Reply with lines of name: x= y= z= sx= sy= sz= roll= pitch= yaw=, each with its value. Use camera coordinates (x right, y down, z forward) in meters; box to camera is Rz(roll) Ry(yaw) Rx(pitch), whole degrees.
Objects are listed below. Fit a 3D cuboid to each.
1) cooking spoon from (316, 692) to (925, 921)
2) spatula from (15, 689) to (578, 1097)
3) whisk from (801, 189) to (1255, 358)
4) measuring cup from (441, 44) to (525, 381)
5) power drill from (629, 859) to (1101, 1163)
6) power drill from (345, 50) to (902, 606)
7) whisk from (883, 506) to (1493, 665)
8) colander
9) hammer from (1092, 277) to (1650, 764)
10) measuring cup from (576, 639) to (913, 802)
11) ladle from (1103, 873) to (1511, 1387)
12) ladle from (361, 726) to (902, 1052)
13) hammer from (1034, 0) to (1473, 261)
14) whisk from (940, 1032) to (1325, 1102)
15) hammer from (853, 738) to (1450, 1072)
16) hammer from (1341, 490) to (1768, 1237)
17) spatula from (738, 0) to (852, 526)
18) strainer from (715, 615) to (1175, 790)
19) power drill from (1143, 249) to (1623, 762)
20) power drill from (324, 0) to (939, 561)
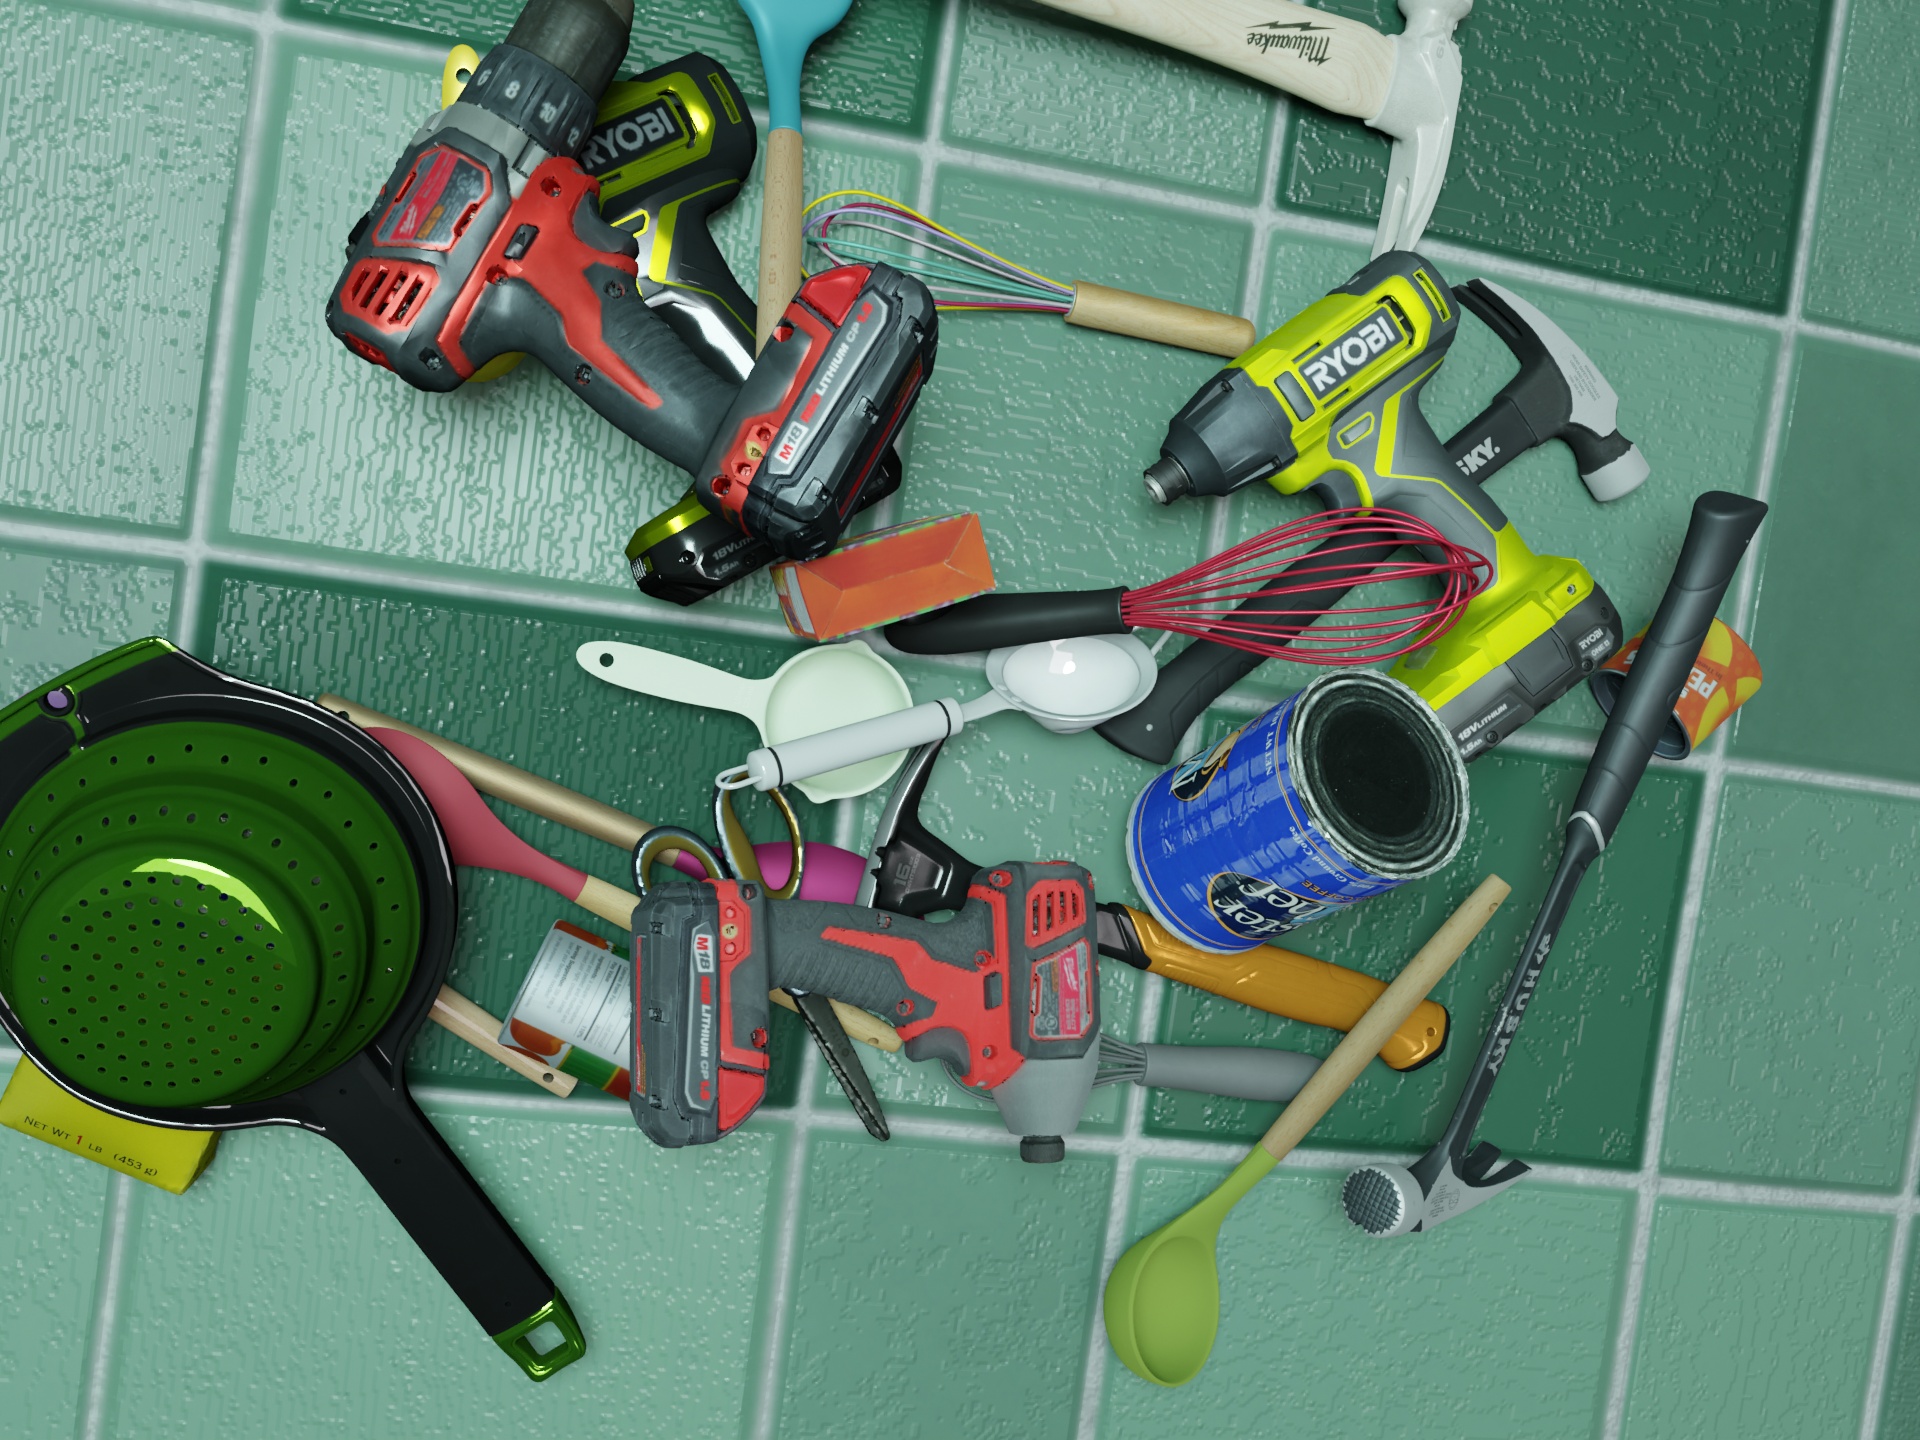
cooking spoon: x=-0.164 y=0.056 z=0.791 sx=0.318 sy=0.017 sz=0.069 roll=24 pitch=89 yaw=-13
spatula: x=-0.316 y=0.089 z=0.763 sx=0.315 sy=0.018 sz=0.060 roll=37 pitch=89 yaw=-11
whisk: x=0.036 y=-0.219 z=0.799 sx=0.245 sy=0.051 sz=0.047 roll=9 pitch=87 yaw=-15
measuring cup: x=-0.233 y=-0.240 z=0.748 sx=0.062 sy=0.029 sz=0.156 roll=-1 pitch=97 yaw=-11
power drill: x=-0.038 y=0.138 z=0.738 sx=0.219 sy=0.078 sz=0.143 roll=1 pitch=82 yaw=-19
power drill: x=-0.147 y=-0.172 z=0.734 sx=0.190 sy=0.080 sz=0.228 roll=-32 pitch=99 yaw=-21
whisk: x=0.097 y=-0.054 z=0.752 sx=0.296 sy=0.073 sz=0.073 roll=-4 pitch=96 yaw=24
colander: x=-0.280 y=0.159 z=0.683 sx=0.204 sy=0.094 sz=0.396 roll=-31 pitch=108 yaw=-4
hammer: x=0.205 y=-0.093 z=0.845 sx=0.335 sy=0.035 sz=0.146 roll=-38 pitch=101 yaw=-6
measuring cup: x=-0.106 y=-0.012 z=0.789 sx=0.167 sy=0.038 sz=0.083 roll=15 pitch=91 yaw=-10
ladle: x=0.185 y=0.212 z=0.827 sx=0.078 sy=0.062 sz=0.320 roll=34 pitch=98 yaw=-37
ladle: x=-0.164 y=0.094 z=0.786 sx=0.315 sy=0.031 sz=0.069 roll=29 pitch=123 yaw=-16
hammer: x=0.069 y=-0.341 z=0.756 sx=0.410 sy=0.038 sz=0.146 roll=9 pitch=93 yaw=-24
whisk: x=0.097 y=0.180 z=0.838 sx=0.239 sy=0.055 sz=0.055 roll=8 pitch=93 yaw=-16
hammer: x=0.112 y=0.112 z=0.838 sx=0.336 sy=0.034 sz=0.127 roll=19 pitch=83 yaw=-14
hammer: x=0.318 y=0.077 z=0.817 sx=0.149 sy=0.036 sz=0.409 roll=12 pitch=102 yaw=-47
spatula: x=-0.076 y=-0.242 z=0.708 sx=0.082 sy=0.044 sz=0.318 roll=6 pitch=78 yaw=-28
strainer: x=-0.001 y=-0.002 z=0.772 sx=0.258 sy=0.087 sz=0.050 roll=-16 pitch=129 yaw=-29
power drill: x=0.209 y=-0.094 z=0.791 sx=0.171 sy=0.080 sz=0.223 roll=-36 pitch=98 yaw=-5
power drill: x=-0.121 y=-0.188 z=0.650 sx=0.226 sy=0.080 sz=0.188 roll=28 pitch=85 yaw=2
